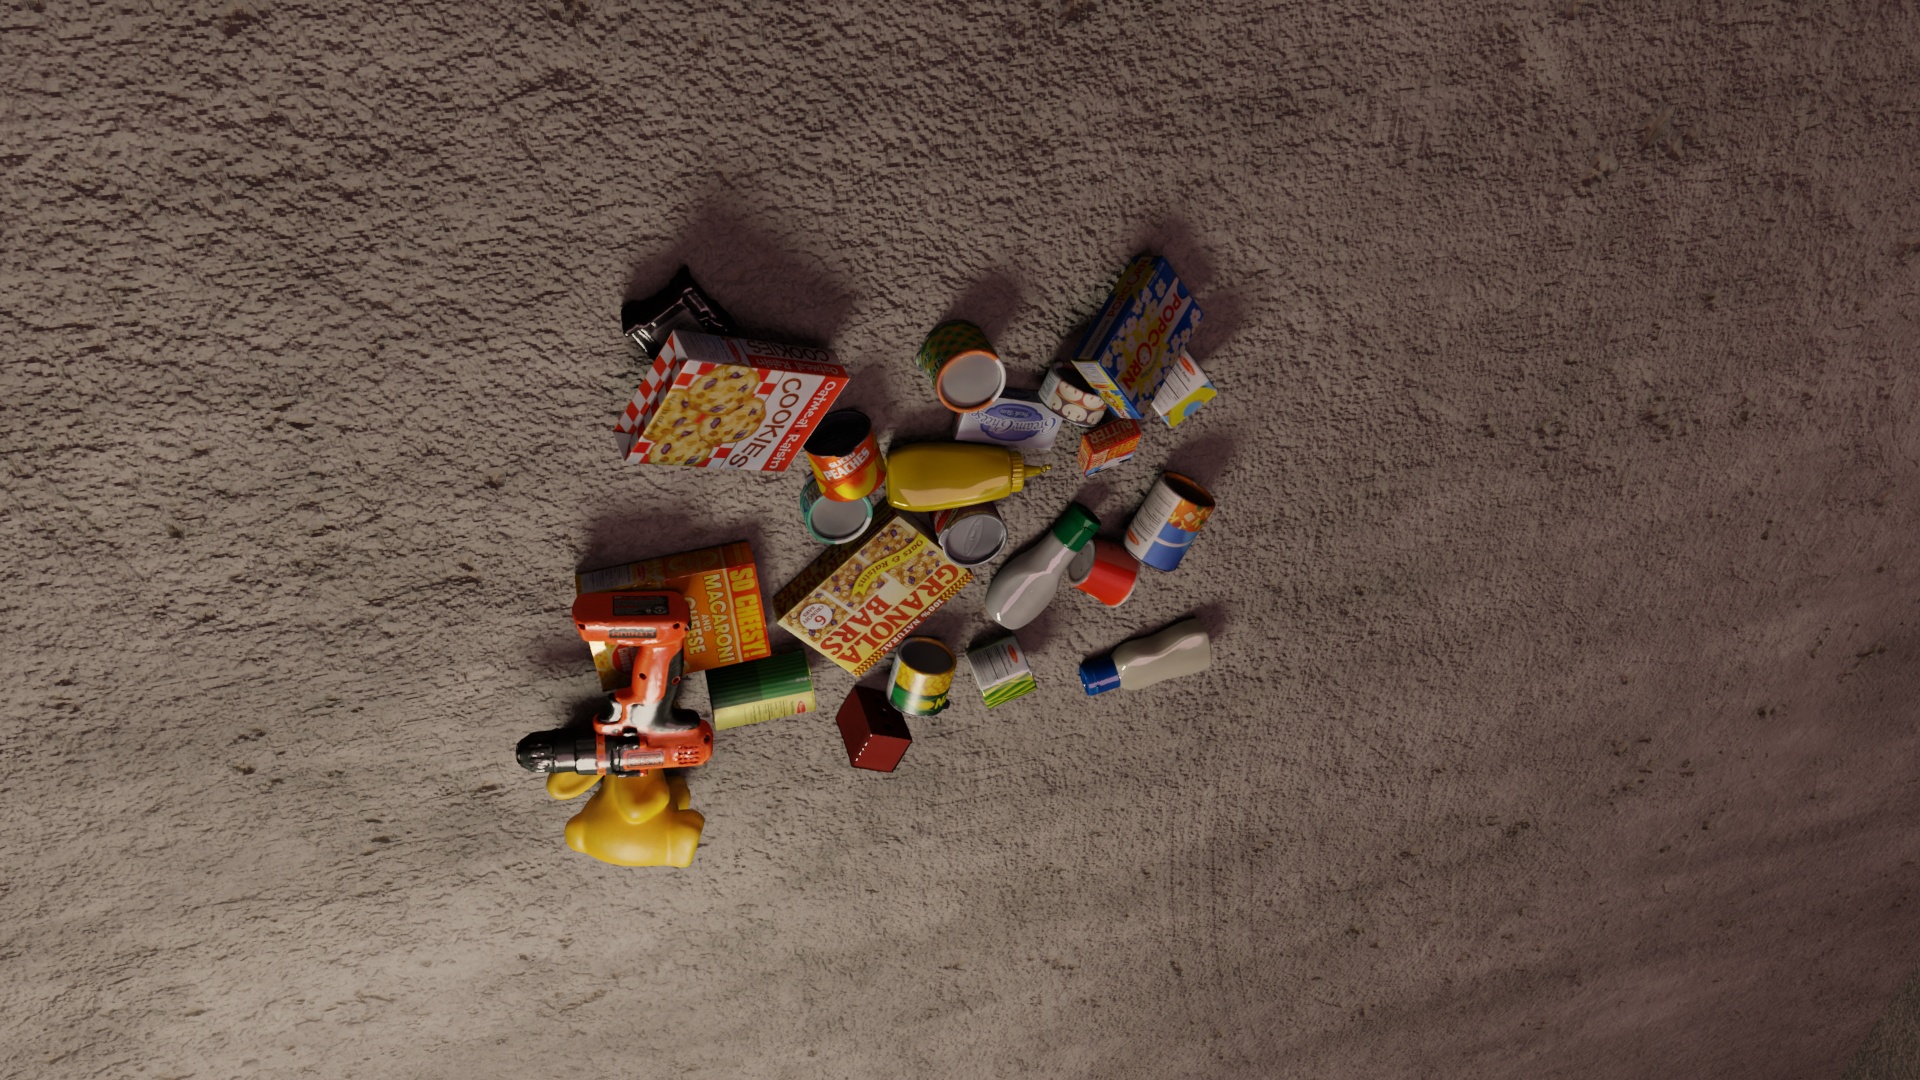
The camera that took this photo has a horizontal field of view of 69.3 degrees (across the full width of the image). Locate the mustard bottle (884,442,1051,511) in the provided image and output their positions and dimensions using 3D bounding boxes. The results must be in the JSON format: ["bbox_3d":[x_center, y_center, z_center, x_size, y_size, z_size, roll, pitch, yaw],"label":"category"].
[{"bbox_3d":[0.009,-0.062,1.326,0.160,0.049,0.065,-3,95,-11],"label":"mustard bottle"}]

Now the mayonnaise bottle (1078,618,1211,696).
[{"bbox_3d":[0.209,0.137,1.574,0.148,0.041,0.064,-17,128,-6],"label":"mayonnaise bottle"}]

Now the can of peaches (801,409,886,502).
[{"bbox_3d":[-0.106,-0.076,1.275,0.071,0.071,0.057,-20,131,-4],"label":"can of peaches"}]

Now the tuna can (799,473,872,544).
[{"bbox_3d":[-0.120,-0.033,1.328,0.071,0.033,0.070,-10,129,-13],"label":"tuna can"}]

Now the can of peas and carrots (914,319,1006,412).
[{"bbox_3d":[0.000,-0.157,1.260,0.071,0.059,0.070,-10,128,-13],"label":"can of peas and carrots"}]

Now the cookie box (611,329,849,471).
[{"bbox_3d":[-0.195,-0.117,1.188,0.168,0.040,0.122,1,140,-45],"label":"cookie box"}]

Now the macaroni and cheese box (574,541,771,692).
[{"bbox_3d":[-0.276,0.073,1.346,0.167,0.040,0.123,-12,128,-11],"label":"macaroni and cheese box"}]

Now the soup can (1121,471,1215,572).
[{"bbox_3d":[0.218,-0.019,1.441,0.071,0.071,0.083,14,120,-28],"label":"soup can"}]

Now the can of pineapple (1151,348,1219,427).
[{"bbox_3d":[0.207,-0.150,1.338,0.058,0.071,0.071,-38,129,11],"label":"can of pineapple"}]

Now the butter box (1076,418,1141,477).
[{"bbox_3d":[0.144,-0.091,1.349,0.053,0.024,0.103,-23,170,-3],"label":"butter box"}]

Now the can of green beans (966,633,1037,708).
[{"bbox_3d":[0.044,0.141,1.499,0.058,0.071,0.071,-22,130,-2],"label":"can of green beans"}]

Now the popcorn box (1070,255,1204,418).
[{"bbox_3d":[0.163,-0.186,1.272,0.085,0.038,0.127,45,69,-38],"label":"popcorn box"}]

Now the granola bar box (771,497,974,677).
[{"bbox_3d":[-0.088,0.049,1.398,0.165,0.039,0.124,-41,128,12],"label":"granola bar box"}]

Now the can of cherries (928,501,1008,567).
[{"bbox_3d":[0.005,-0.017,1.369,0.071,0.058,0.071,-10,130,-12],"label":"can of cherries"}]

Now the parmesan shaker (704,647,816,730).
[{"bbox_3d":[-0.204,0.149,1.413,0.103,0.071,0.071,-10,129,-12],"label":"parmesan shaker"}]

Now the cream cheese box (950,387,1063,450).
[{"bbox_3d":[0.046,-0.118,1.330,0.104,0.024,0.053,4,125,-23],"label":"cream cheese box"}]

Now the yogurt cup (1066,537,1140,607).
[{"bbox_3d":[0.148,0.030,1.456,0.054,0.073,0.072,21,117,-23],"label":"yogurt cup"}]

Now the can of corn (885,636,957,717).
[{"bbox_3d":[-0.039,0.144,1.469,0.071,0.071,0.058,2,124,-21],"label":"can of corn"}]

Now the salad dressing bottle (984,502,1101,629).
[{"bbox_3d":[0.086,0.026,1.443,0.064,0.044,0.147,29,111,-32],"label":"salad dressing bottle"}]

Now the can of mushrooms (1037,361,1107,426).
[{"bbox_3d":[0.111,-0.138,1.310,0.071,0.071,0.033,10,120,-26],"label":"can of mushrooms"}]
